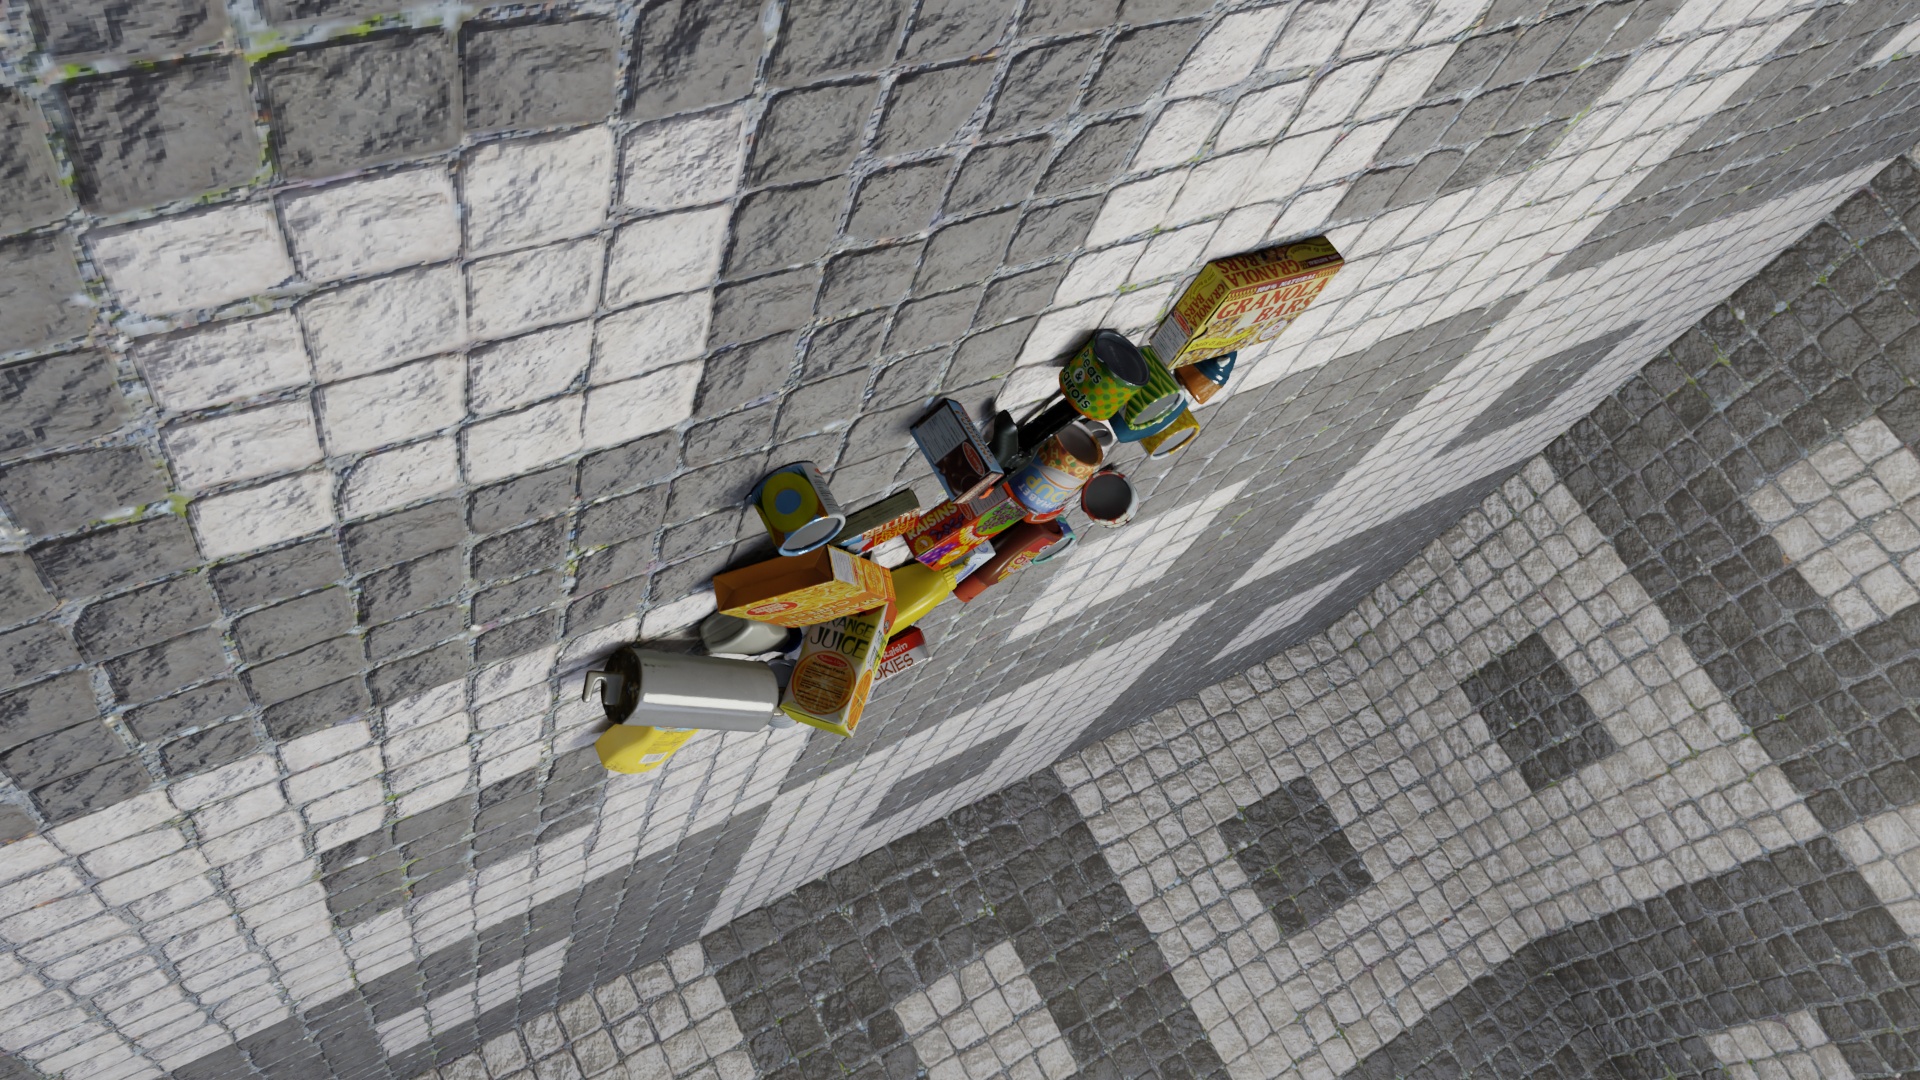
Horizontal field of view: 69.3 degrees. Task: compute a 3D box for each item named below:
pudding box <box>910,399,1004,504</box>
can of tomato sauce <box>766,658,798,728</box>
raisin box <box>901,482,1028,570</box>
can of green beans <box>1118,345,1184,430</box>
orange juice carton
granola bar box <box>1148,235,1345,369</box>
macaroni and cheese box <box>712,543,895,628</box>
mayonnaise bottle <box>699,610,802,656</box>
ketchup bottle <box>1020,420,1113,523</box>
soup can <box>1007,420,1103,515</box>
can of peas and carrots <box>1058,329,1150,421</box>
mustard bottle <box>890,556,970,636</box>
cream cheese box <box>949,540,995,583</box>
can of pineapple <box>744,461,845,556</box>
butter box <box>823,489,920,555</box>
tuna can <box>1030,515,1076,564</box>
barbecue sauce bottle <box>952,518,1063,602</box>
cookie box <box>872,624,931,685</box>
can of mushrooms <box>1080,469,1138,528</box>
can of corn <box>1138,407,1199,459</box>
[{"bbox_3d":[-0.004,-0.079,1.253,0.049,0.084,0.030,-38,161,21],"label":"pudding box"},{"bbox_3d":[-0.216,0.184,1.672,0.071,0.071,0.082,-26,163,-12],"label":"can of tomato sauce"},{"bbox_3d":[0.005,-0.019,1.511,0.123,0.040,0.086,-32,163,7],"label":"raisin box"},{"bbox_3d":[0.183,-0.153,1.397,0.071,0.058,0.071,-27,162,-9],"label":"can of green beans"},{"bbox_3d":[-0.122,0.107,1.498,0.071,0.073,0.193,77,31,-70],"label":"orange juice carton"},{"bbox_3d":[0.282,-0.233,1.365,0.166,0.039,0.123,-19,159,-33],"label":"granola bar box"},{"bbox_3d":[-0.152,0.050,1.387,0.123,0.040,0.166,-15,166,15],"label":"macaroni and cheese box"},{"bbox_3d":[-0.215,0.097,1.474,0.064,0.041,0.148,-28,165,13],"label":"mayonnaise bottle"},{"bbox_3d":[0.116,-0.076,1.527,0.065,0.043,0.148,-17,158,-36],"label":"ketchup bottle"},{"bbox_3d":[0.099,-0.076,1.449,0.071,0.071,0.083,-11,153,-47],"label":"soup can"},{"bbox_3d":[0.132,-0.154,1.299,0.071,0.071,0.058,-11,154,-47],"label":"can of peas and carrots"},{"bbox_3d":[-0.055,0.060,1.588,0.161,0.065,0.048,-26,159,-18],"label":"mustard bottle"},{"bbox_3d":[-0.012,0.035,1.656,0.103,0.024,0.053,-38,162,24],"label":"cream cheese box"},{"bbox_3d":[-0.144,-0.026,1.217,0.071,0.058,0.070,-27,162,-9],"label":"can of pineapple"},{"bbox_3d":[-0.090,-0.013,1.397,0.104,0.024,0.053,-25,163,-15],"label":"butter box"},{"bbox_3d":[0.108,0.000,1.740,0.071,0.033,0.071,-28,163,-9],"label":"tuna can"},{"bbox_3d":[0.052,0.021,1.689,0.148,0.044,0.065,-37,162,21],"label":"barbecue sauce bottle"},{"bbox_3d":[-0.114,0.138,1.646,0.123,0.040,0.167,-26,-173,-13],"label":"cookie box"},{"bbox_3d":[0.176,-0.049,1.662,0.071,0.071,0.033,-32,162,6],"label":"can of mushrooms"},{"bbox_3d":[0.221,-0.131,1.518,0.071,0.058,0.071,-27,163,-9],"label":"can of corn"}]
